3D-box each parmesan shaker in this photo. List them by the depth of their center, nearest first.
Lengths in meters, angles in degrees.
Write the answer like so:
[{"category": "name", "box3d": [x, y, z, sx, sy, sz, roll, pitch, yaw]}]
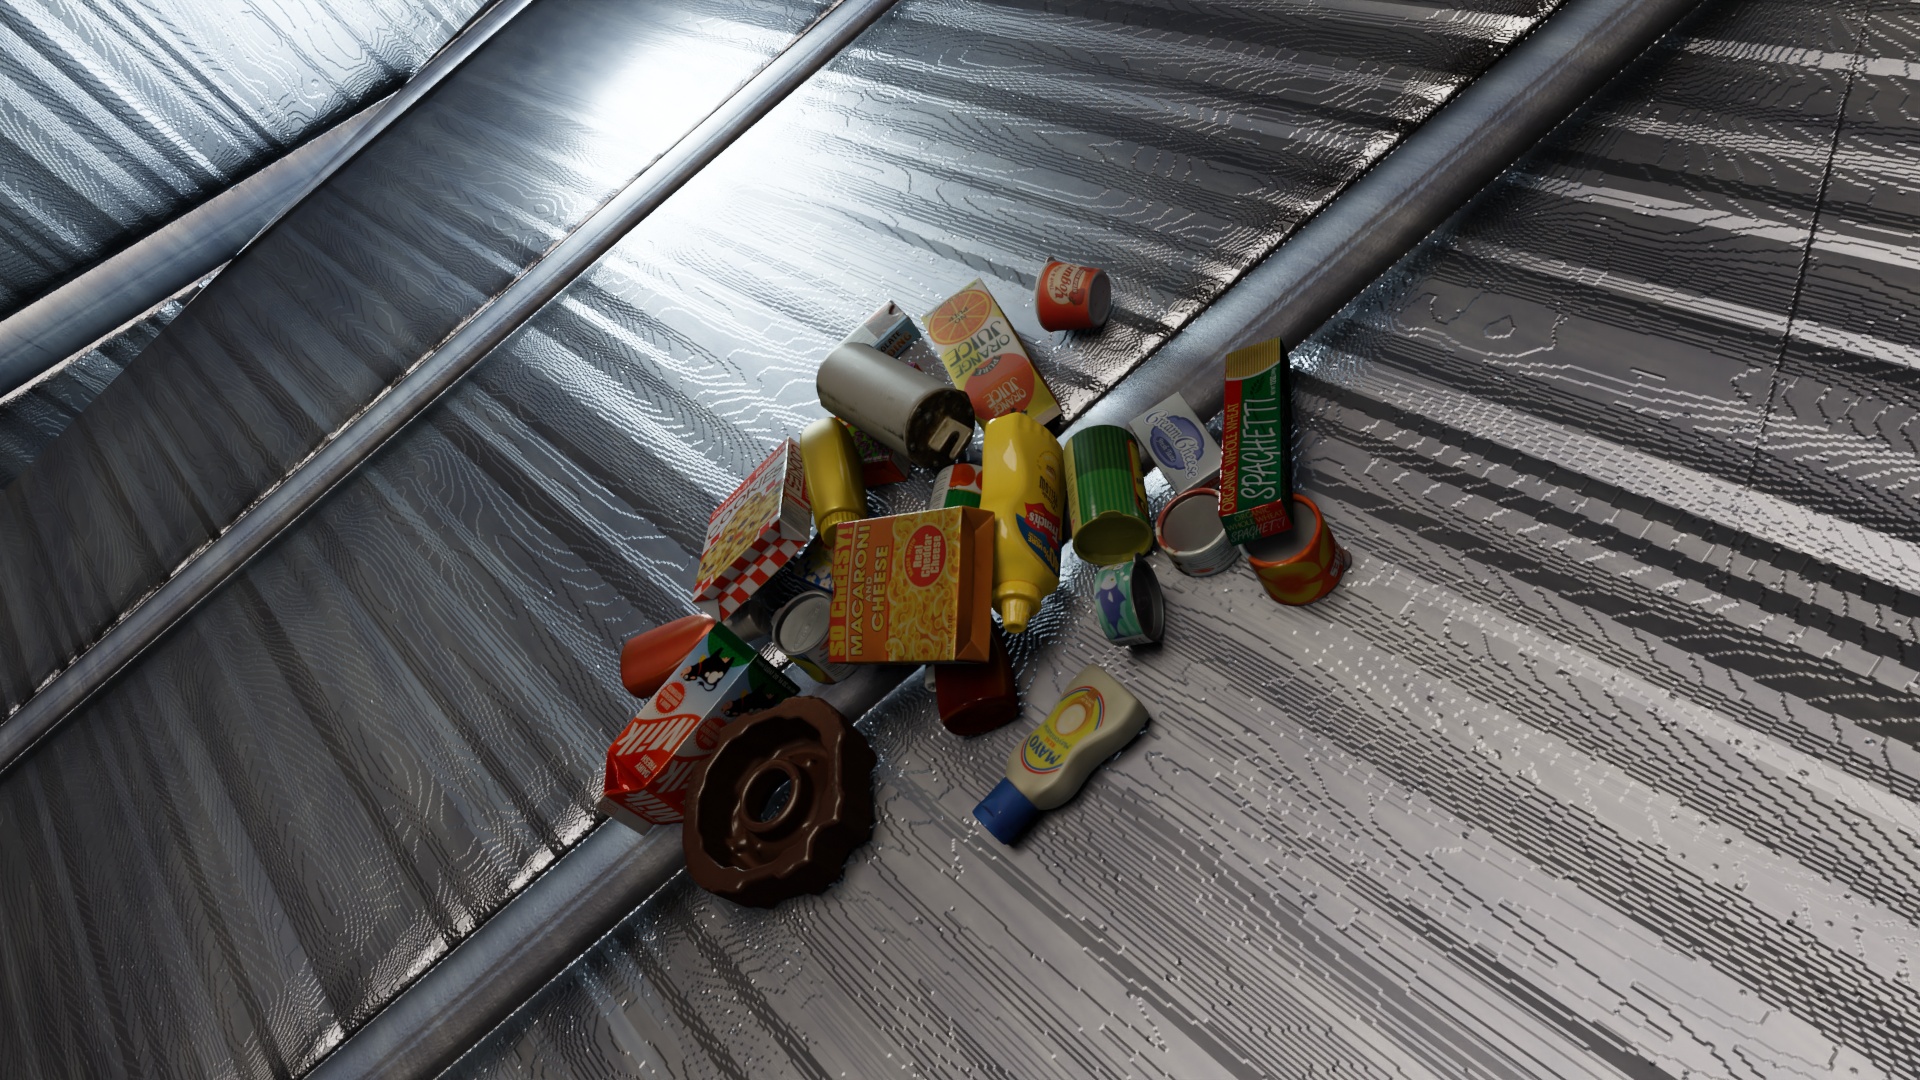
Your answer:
[{"category": "parmesan shaker", "box3d": [0.122, -0.040, 1.159, 0.071, 0.071, 0.103, -20, 47, 21]}]

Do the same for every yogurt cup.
[{"category": "yogurt cup", "box3d": [0.109, -0.232, 1.324, 0.054, 0.072, 0.073, 8, 62, 29]}]

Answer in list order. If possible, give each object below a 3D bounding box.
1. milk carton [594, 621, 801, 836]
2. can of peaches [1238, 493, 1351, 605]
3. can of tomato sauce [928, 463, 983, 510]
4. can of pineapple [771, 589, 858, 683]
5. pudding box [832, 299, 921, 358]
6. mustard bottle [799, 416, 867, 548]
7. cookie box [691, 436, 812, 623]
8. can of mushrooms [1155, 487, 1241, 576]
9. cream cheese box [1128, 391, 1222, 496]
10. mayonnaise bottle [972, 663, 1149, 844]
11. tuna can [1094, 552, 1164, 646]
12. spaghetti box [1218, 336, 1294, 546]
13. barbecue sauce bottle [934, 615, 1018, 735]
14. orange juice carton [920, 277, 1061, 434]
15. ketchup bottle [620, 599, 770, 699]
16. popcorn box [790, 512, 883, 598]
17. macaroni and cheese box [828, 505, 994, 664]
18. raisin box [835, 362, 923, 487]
[{"category": "milk carton", "box3d": [-0.240, 0.175, 1.237, 0.191, 0.072, 0.073, -51, 45, -10]}, {"category": "can of peaches", "box3d": [0.250, 0.006, 1.044, 0.071, 0.058, 0.071, -19, 48, 22]}, {"category": "can of tomato sauce", "box3d": [0.004, -0.015, 1.223, 0.071, 0.071, 0.083, -10, 49, 28]}, {"category": "can of pineapple", "box3d": [-0.126, 0.086, 1.238, 0.071, 0.057, 0.071, -18, 48, 22]}, {"category": "pudding box", "box3d": [-0.088, -0.209, 1.464, 0.084, 0.030, 0.050, -42, 43, -1]}, {"category": "mustard bottle", "box3d": [-0.113, -0.041, 1.272, 0.049, 0.065, 0.161, -22, 48, 10]}, {"category": "cookie box", "box3d": [-0.193, -0.013, 1.324, 0.122, 0.040, 0.168, -42, 24, 19]}, {"category": "can of mushrooms", "box3d": [0.192, -0.009, 1.114, 0.071, 0.033, 0.071, -18, 49, 23]}, {"category": "cream cheese box", "box3d": [0.188, -0.078, 1.177, 0.053, 0.024, 0.104, -33, 45, 6]}, {"category": "mayonnaise bottle", "box3d": [0.072, 0.165, 1.053, 0.148, 0.041, 0.065, -46, 46, -5]}, {"category": "tuna can", "box3d": [0.132, 0.047, 1.085, 0.033, 0.071, 0.071, -13, 51, 27]}, {"category": "spaghetti box", "box3d": [0.234, -0.084, 1.094, 0.050, 0.028, 0.251, -17, 31, 23]}, {"category": "barbecue sauce bottle", "box3d": [0.008, 0.087, 1.157, 0.065, 0.043, 0.149, -22, 47, 15]}, {"category": "orange juice carton", "box3d": [0.034, -0.157, 1.309, 0.072, 0.073, 0.193, -33, 45, 9]}, {"category": "ketchup bottle", "box3d": [-0.253, 0.099, 1.326, 0.148, 0.043, 0.065, -23, 45, 18]}, {"category": "popcorn box", "box3d": [-0.087, 0.021, 1.277, 0.127, 0.038, 0.085, 19, 68, 42]}, {"category": "macaroni and cheese box", "box3d": [-0.044, 0.040, 1.148, 0.166, 0.040, 0.124, -7, 77, 47]}, {"category": "raisin box", "box3d": [-0.084, -0.113, 1.379, 0.086, 0.040, 0.124, -8, 52, 31]}]
